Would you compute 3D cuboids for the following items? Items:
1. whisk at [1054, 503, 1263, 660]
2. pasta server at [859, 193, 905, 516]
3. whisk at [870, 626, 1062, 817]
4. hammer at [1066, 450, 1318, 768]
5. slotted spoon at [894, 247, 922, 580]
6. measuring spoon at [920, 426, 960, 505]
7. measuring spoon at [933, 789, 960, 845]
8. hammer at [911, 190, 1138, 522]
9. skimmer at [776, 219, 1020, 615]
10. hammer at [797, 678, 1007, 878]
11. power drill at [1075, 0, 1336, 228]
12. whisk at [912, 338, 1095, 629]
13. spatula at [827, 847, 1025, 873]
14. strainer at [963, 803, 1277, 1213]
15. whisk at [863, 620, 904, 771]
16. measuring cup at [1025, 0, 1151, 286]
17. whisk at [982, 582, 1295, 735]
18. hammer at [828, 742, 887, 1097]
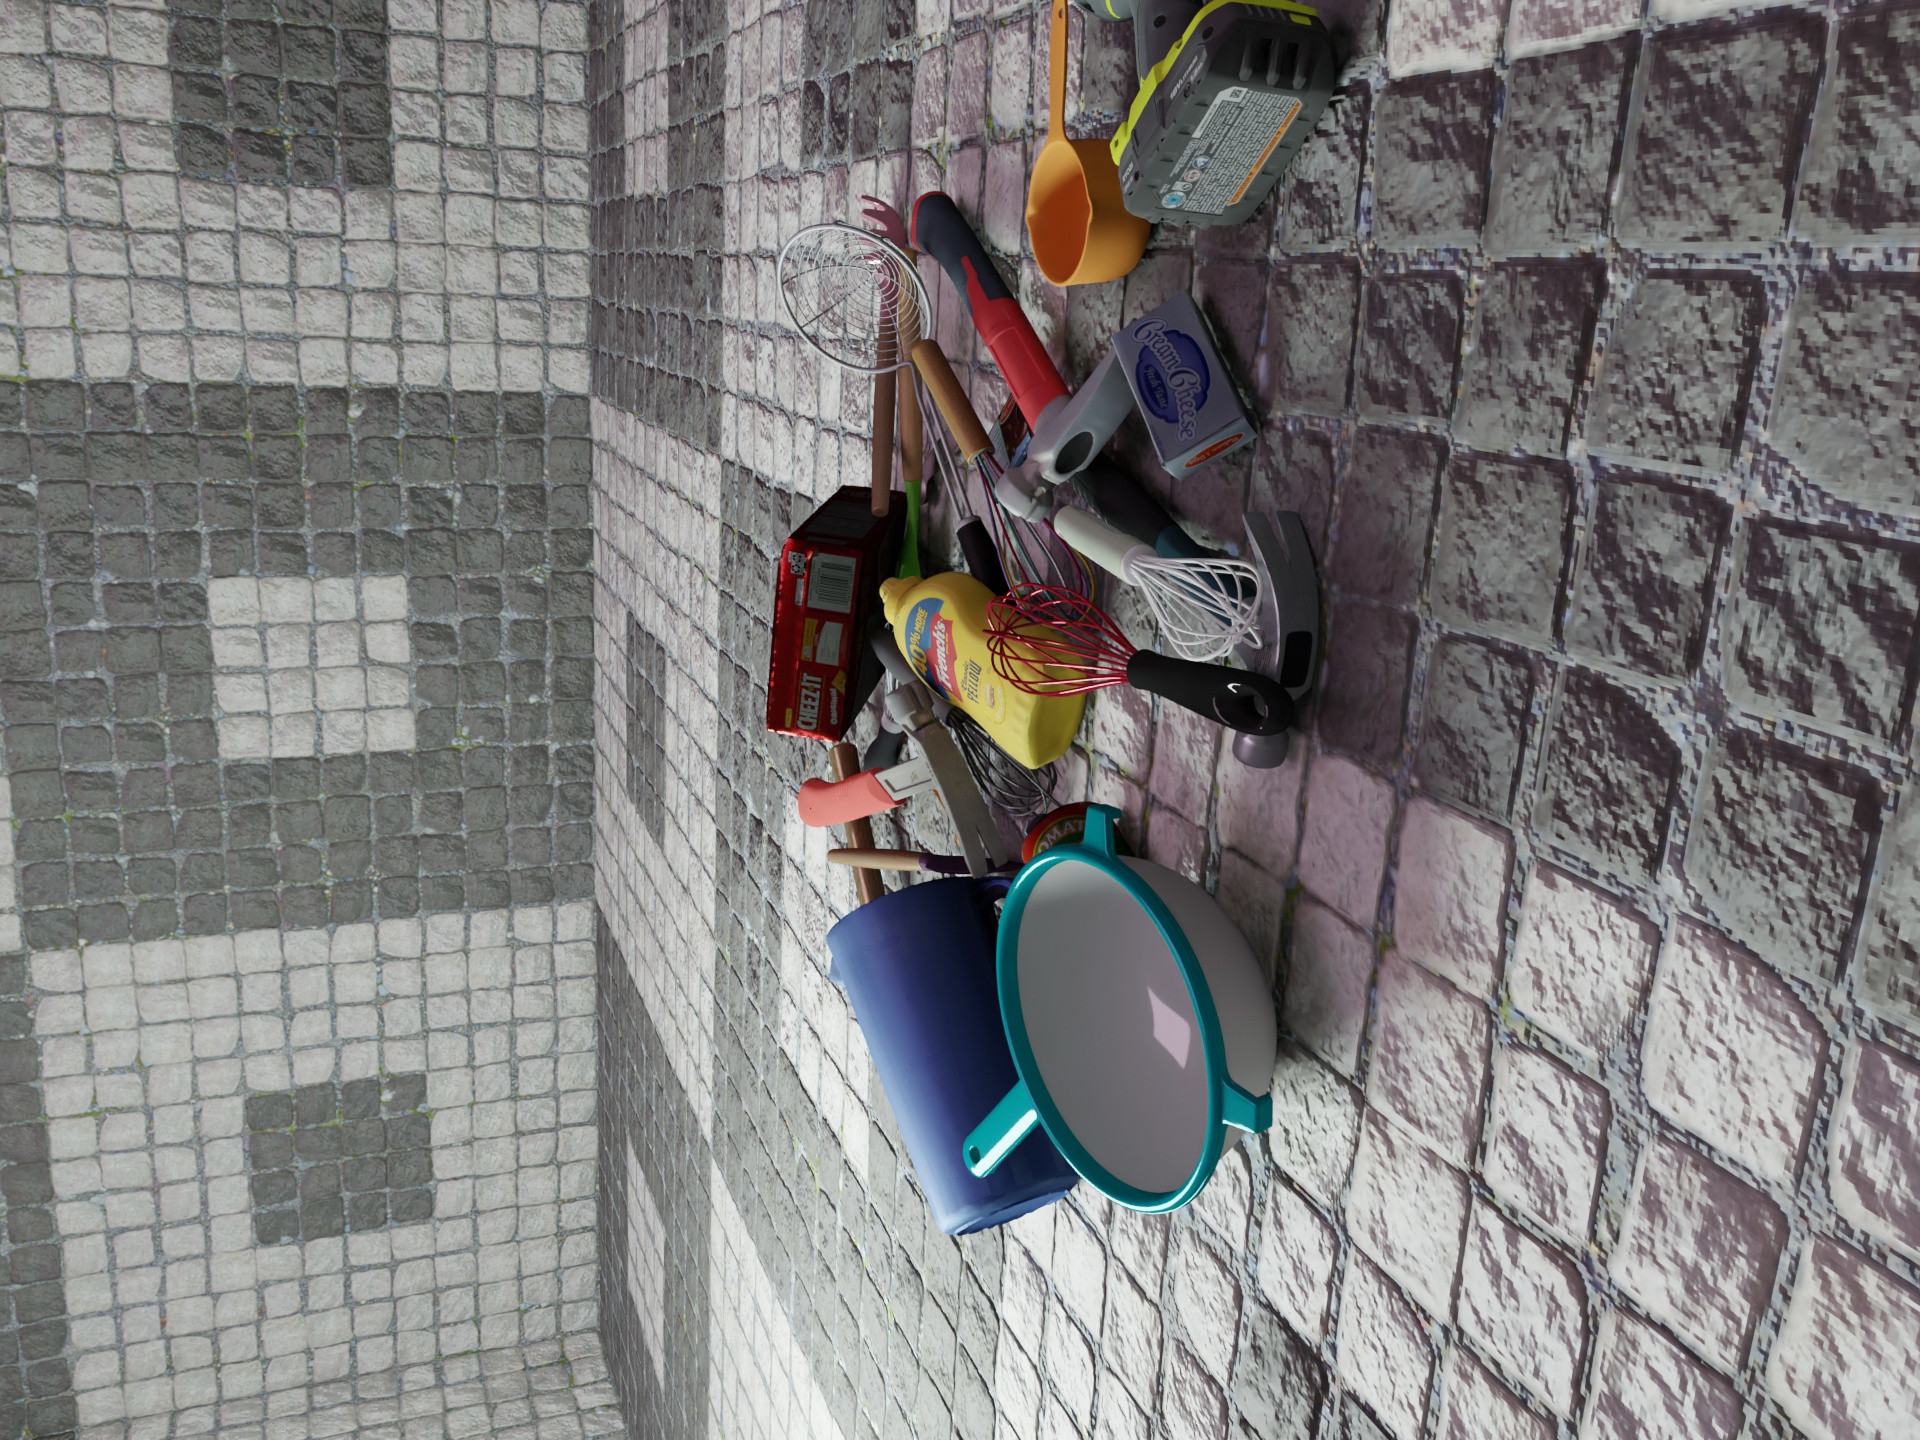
[{"bbox_3d":[0.106,-0.087,0.904,0.059,0.057,0.247,-54,27,6],"label":"whisk"},{"bbox_3d":[-0.069,-0.308,1.326,0.060,0.040,0.316,100,171,-65],"label":"pasta server"},{"bbox_3d":[-0.001,-0.004,1.197,0.239,0.055,0.055,45,136,39],"label":"whisk"},{"bbox_3d":[0.119,-0.110,0.962,0.331,0.033,0.128,-125,37,-53],"label":"hammer"},{"bbox_3d":[-0.040,-0.222,1.294,0.070,0.031,0.313,-115,22,-63],"label":"slotted spoon"},{"bbox_3d":[-0.012,-0.217,1.308,0.124,0.018,0.034,-43,66,54],"label":"measuring spoon"},{"bbox_3d":[-0.015,0.068,1.349,0.117,0.011,0.021,-121,35,-50],"label":"measuring spoon"},{"bbox_3d":[0.034,-0.298,1.118,0.143,0.038,0.387,-52,35,25],"label":"hammer"},{"bbox_3d":[-0.036,-0.199,1.184,0.127,0.090,0.363,-31,74,47],"label":"skimmer"},{"bbox_3d":[-0.066,0.066,1.305,0.149,0.036,0.359,65,158,-1],"label":"hammer"},{"bbox_3d":[0.124,-0.398,0.856,0.171,0.080,0.223,128,138,-60],"label":"power drill"},{"bbox_3d":[0.028,-0.168,1.109,0.047,0.051,0.245,-39,68,34],"label":"whisk"},{"bbox_3d":[-0.042,0.116,1.314,0.316,0.059,0.018,-5,89,61],"label":"spatula"},{"bbox_3d":[0.094,0.202,0.967,0.211,0.095,0.340,64,148,24],"label":"strainer"},{"bbox_3d":[-0.051,-0.018,1.374,0.284,0.070,0.070,113,147,-56],"label":"whisk"},{"bbox_3d":[0.082,-0.358,0.983,0.095,0.052,0.173,-149,55,-64],"label":"measuring cup"},{"bbox_3d":[0.095,-0.032,0.923,0.296,0.073,0.073,23,114,60],"label":"whisk"},{"bbox_3d":[-0.077,0.177,1.452,0.130,0.031,0.331,113,146,-67],"label":"hammer"}]
